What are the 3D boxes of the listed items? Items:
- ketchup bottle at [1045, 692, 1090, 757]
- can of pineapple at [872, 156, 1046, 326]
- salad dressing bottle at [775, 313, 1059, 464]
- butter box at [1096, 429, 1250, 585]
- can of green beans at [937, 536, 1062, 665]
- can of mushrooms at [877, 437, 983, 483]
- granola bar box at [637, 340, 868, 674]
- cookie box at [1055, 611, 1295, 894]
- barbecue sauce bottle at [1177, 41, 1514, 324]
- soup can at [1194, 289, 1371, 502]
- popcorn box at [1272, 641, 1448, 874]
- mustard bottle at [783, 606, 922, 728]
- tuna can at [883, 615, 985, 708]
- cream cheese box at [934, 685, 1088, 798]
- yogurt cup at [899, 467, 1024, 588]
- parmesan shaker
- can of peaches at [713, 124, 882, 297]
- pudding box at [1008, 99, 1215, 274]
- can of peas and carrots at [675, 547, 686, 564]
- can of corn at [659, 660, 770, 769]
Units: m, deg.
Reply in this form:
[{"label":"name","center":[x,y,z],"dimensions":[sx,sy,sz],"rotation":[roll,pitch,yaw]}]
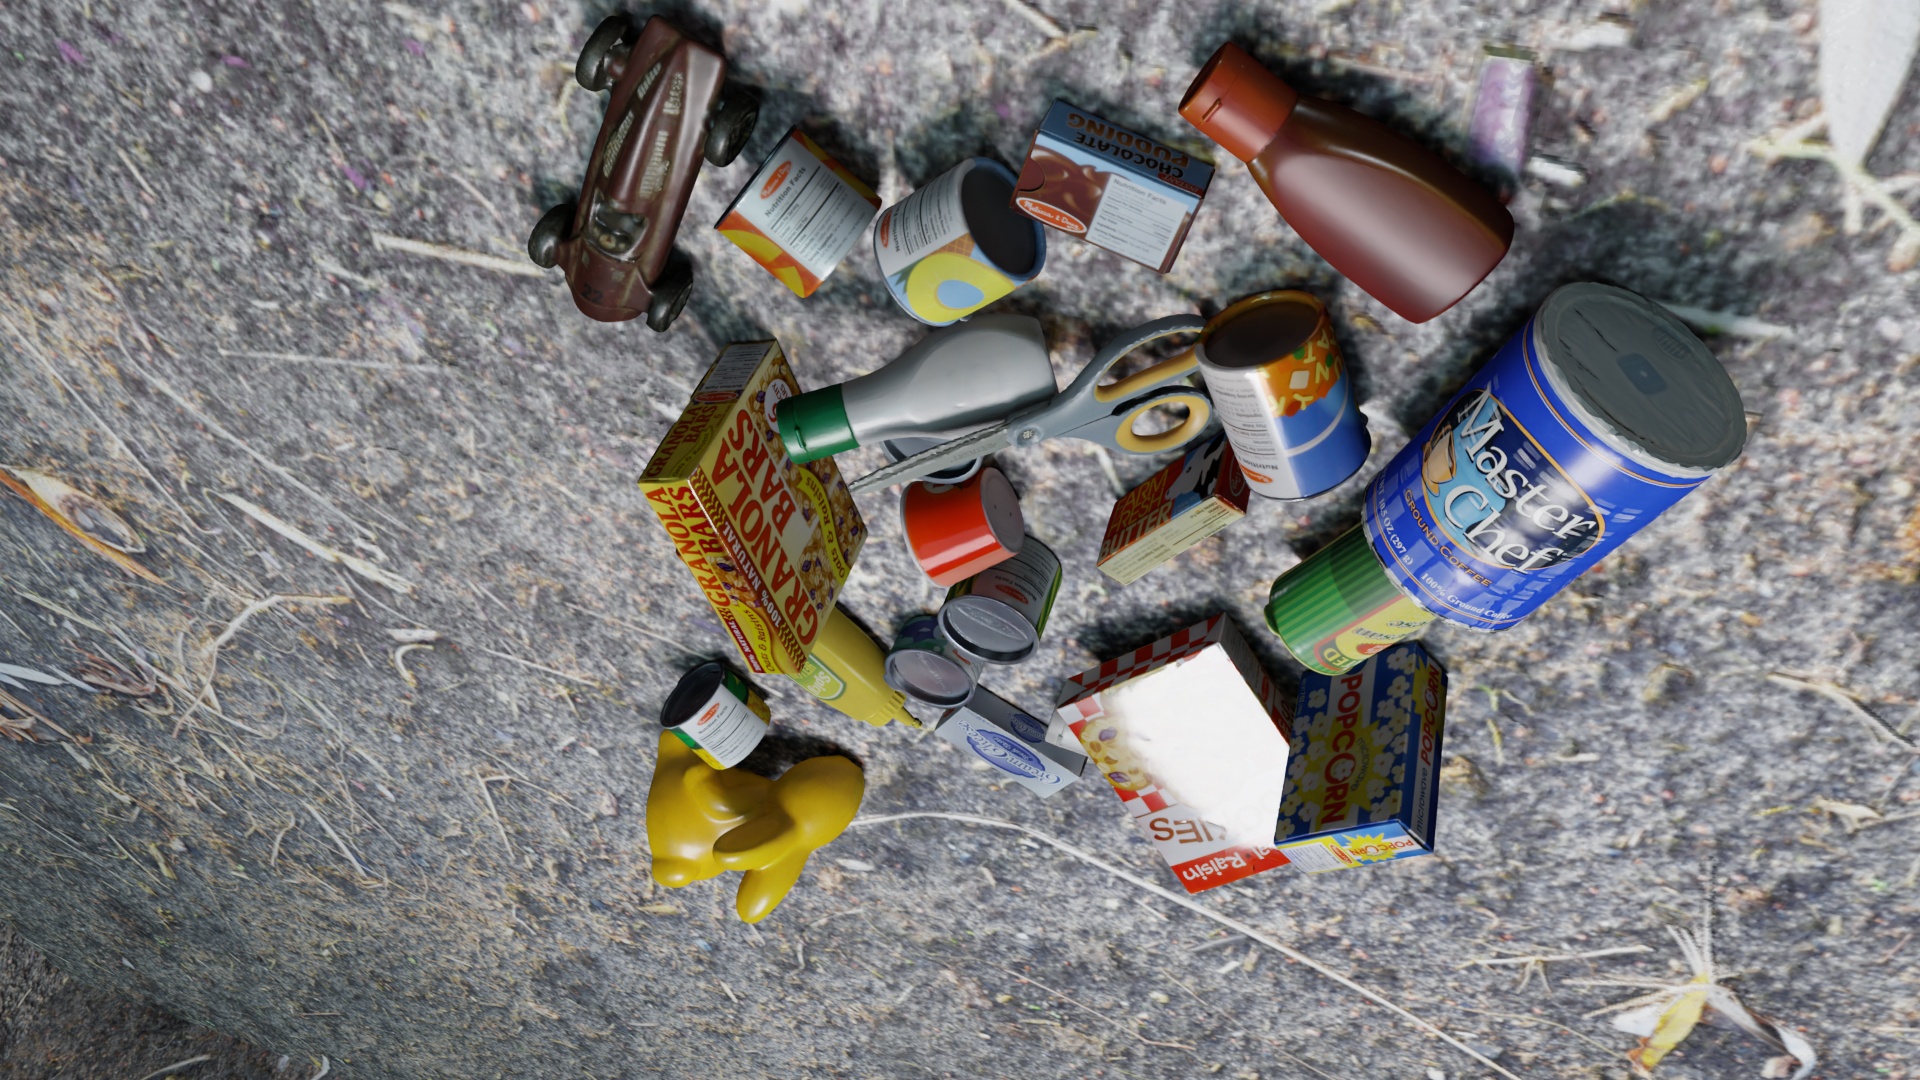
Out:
[{"label":"ketchup bottle","center":[0.134,0.147,0.961],"dimensions":[0.149,0.044,0.064],"rotation":[18,134,7]},{"label":"can of pineapple","center":[0.002,-0.146,0.682],"dimensions":[0.057,0.071,0.071],"rotation":[-21,123,41]},{"label":"salad dressing bottle","center":[-0.024,-0.078,0.742],"dimensions":[0.148,0.044,0.064],"rotation":[-15,110,6]},{"label":"butter box","center":[0.120,-0.018,0.777],"dimensions":[0.024,0.053,0.103],"rotation":[35,140,-17]},{"label":"can of green beans","center":[0.026,0.036,0.880],"dimensions":[0.071,0.058,0.071],"rotation":[14,140,12]},{"label":"can of mushrooms","center":[-0.013,-0.069,0.801],"dimensions":[0.071,0.034,0.070],"rotation":[14,140,13]},{"label":"granola bar box","center":[-0.120,-0.018,0.839],"dimensions":[0.039,0.125,0.164],"rotation":[0,135,24]},{"label":"cookie box","center":[0.160,0.142,0.899],"dimensions":[0.122,0.040,0.167],"rotation":[-27,106,28]},{"label":"barbecue sauce bottle","center":[0.164,-0.158,0.604],"dimensions":[0.148,0.044,0.064],"rotation":[33,140,-10]},{"label":"soup can","center":[0.161,-0.073,0.686],"dimensions":[0.071,0.072,0.083],"rotation":[-5,132,31]},{"label":"popcorn box","center":[0.239,0.129,0.824],"dimensions":[0.038,0.127,0.085],"rotation":[40,138,-24]},{"label":"mustard bottle","center":[-0.086,0.092,1.006],"dimensions":[0.160,0.049,0.065],"rotation":[40,140,-18]},{"label":"tuna can","center":[-0.019,0.086,0.978],"dimensions":[0.071,0.033,0.070],"rotation":[14,140,12]},{"label":"cream cheese box","center":[0.037,0.150,1.029],"dimensions":[0.104,0.024,0.053],"rotation":[32,142,-9]},{"label":"yogurt cup","center":[0.003,-0.010,0.834],"dimensions":[0.054,0.073,0.072],"rotation":[-18,126,24]},{"label":"parmesan shaker","center":[0.225,0.024,0.756],"dimensions":[0.071,0.072,0.102],"rotation":[33,140,-11]},{"label":"can of peaches","center":[-0.082,-0.166,0.703],"dimensions":[0.058,0.071,0.071],"rotation":[38,139,-17]},{"label":"pudding box","center":[0.070,-0.166,0.652],"dimensions":[0.084,0.030,0.049],"rotation":[23,142,1]},{"label":"can of peas and carrots","center":[-0.148,0.006,0.928],"dimensions":[0.071,0.071,0.058],"rotation":[-17,125,39]},{"label":"can of corn","center":[-0.194,0.137,1.100],"dimensions":[0.071,0.071,0.058],"rotation":[-18,126,39]}]
